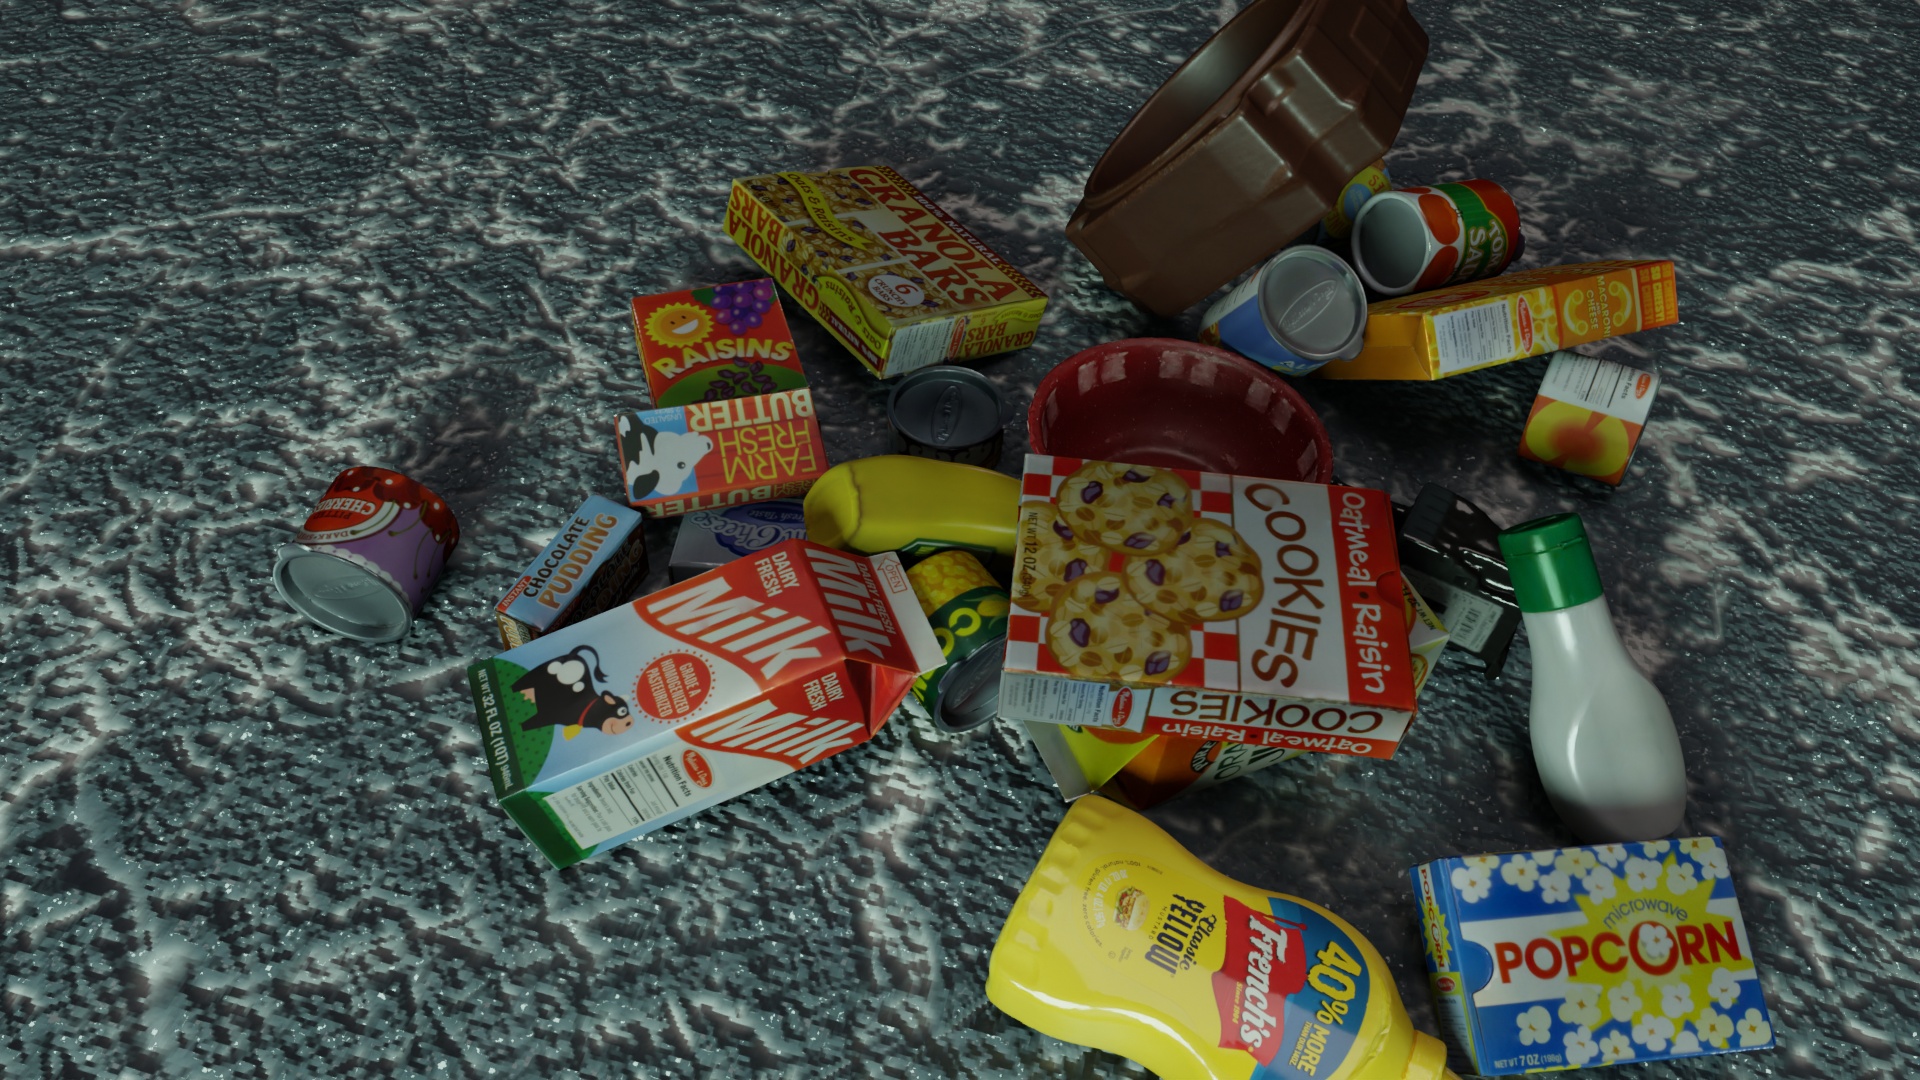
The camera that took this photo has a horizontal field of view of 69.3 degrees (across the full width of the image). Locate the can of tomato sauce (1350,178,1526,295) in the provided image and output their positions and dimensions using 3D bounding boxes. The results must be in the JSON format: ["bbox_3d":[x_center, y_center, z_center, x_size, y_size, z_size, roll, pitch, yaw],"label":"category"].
[{"bbox_3d":[0.302,-0.191,0.880,0.083,0.070,0.071,-14,51,-28],"label":"can of tomato sauce"}]

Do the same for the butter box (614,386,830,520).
[{"bbox_3d":[-0.122,-0.045,0.713,0.104,0.024,0.053,-9,70,-12],"label":"butter box"}]

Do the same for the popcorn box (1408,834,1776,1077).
[{"bbox_3d":[0.258,0.170,0.573,0.127,0.038,0.085,-3,72,-7],"label":"popcorn box"}]

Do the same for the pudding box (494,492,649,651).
[{"bbox_3d":[-0.187,0.023,0.675,0.030,0.049,0.084,22,51,12],"label":"pudding box"}]

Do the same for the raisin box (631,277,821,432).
[{"bbox_3d":[-0.133,-0.091,0.786,0.086,0.039,0.124,-12,52,-13],"label":"raisin box"}]

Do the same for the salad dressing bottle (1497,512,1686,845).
[{"bbox_3d":[0.283,0.062,0.629,0.064,0.044,0.147,-18,92,-15],"label":"salad dressing bottle"}]

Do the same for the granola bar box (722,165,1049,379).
[{"bbox_3d":[-0.046,-0.168,0.839,0.125,0.038,0.166,-18,51,-40],"label":"granola bar box"}]

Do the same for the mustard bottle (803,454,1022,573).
[{"bbox_3d":[0.002,-0.009,0.698,0.160,0.065,0.049,4,67,-35],"label":"mustard bottle"}]

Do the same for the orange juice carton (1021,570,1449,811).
[{"bbox_3d":[0.120,0.064,0.648,0.193,0.072,0.072,-16,52,-17],"label":"orange juice carton"}]

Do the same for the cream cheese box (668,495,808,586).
[{"bbox_3d":[-0.093,0.003,0.716,0.104,0.024,0.054,5,49,0],"label":"cream cheese box"}]

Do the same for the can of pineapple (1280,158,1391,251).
[{"bbox_3d":[0.241,-0.224,0.912,0.058,0.070,0.071,-16,52,-18],"label":"can of pineapple"}]

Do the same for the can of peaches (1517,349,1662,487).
[{"bbox_3d":[0.355,-0.068,0.787,0.058,0.071,0.071,21,51,20],"label":"can of peaches"}]

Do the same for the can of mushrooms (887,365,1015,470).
[{"bbox_3d":[-0.006,-0.063,0.775,0.071,0.033,0.071,2,48,-2],"label":"can of mushrooms"}]

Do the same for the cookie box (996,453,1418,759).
[{"bbox_3d":[0.105,0.025,0.605,0.167,0.040,0.123,6,49,2],"label":"cookie box"}]

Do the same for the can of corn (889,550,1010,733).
[{"bbox_3d":[-0.003,0.047,0.656,0.071,0.070,0.058,-26,55,-24],"label":"can of corn"}]

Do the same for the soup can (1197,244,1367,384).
[{"bbox_3d":[0.184,-0.121,0.796,0.071,0.083,0.071,3,80,-14],"label":"soup can"}]

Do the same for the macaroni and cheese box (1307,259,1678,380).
[{"bbox_3d":[0.304,-0.128,0.807,0.167,0.040,0.124,-14,11,-16],"label":"macaroni and cheese box"}]

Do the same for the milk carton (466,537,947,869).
[{"bbox_3d":[-0.106,0.064,0.610,0.191,0.073,0.072,-21,54,-8],"label":"milk carton"}]

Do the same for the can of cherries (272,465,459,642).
[{"bbox_3d":[-0.285,0.005,0.668,0.071,0.071,0.059,10,49,5],"label":"can of cherries"}]
